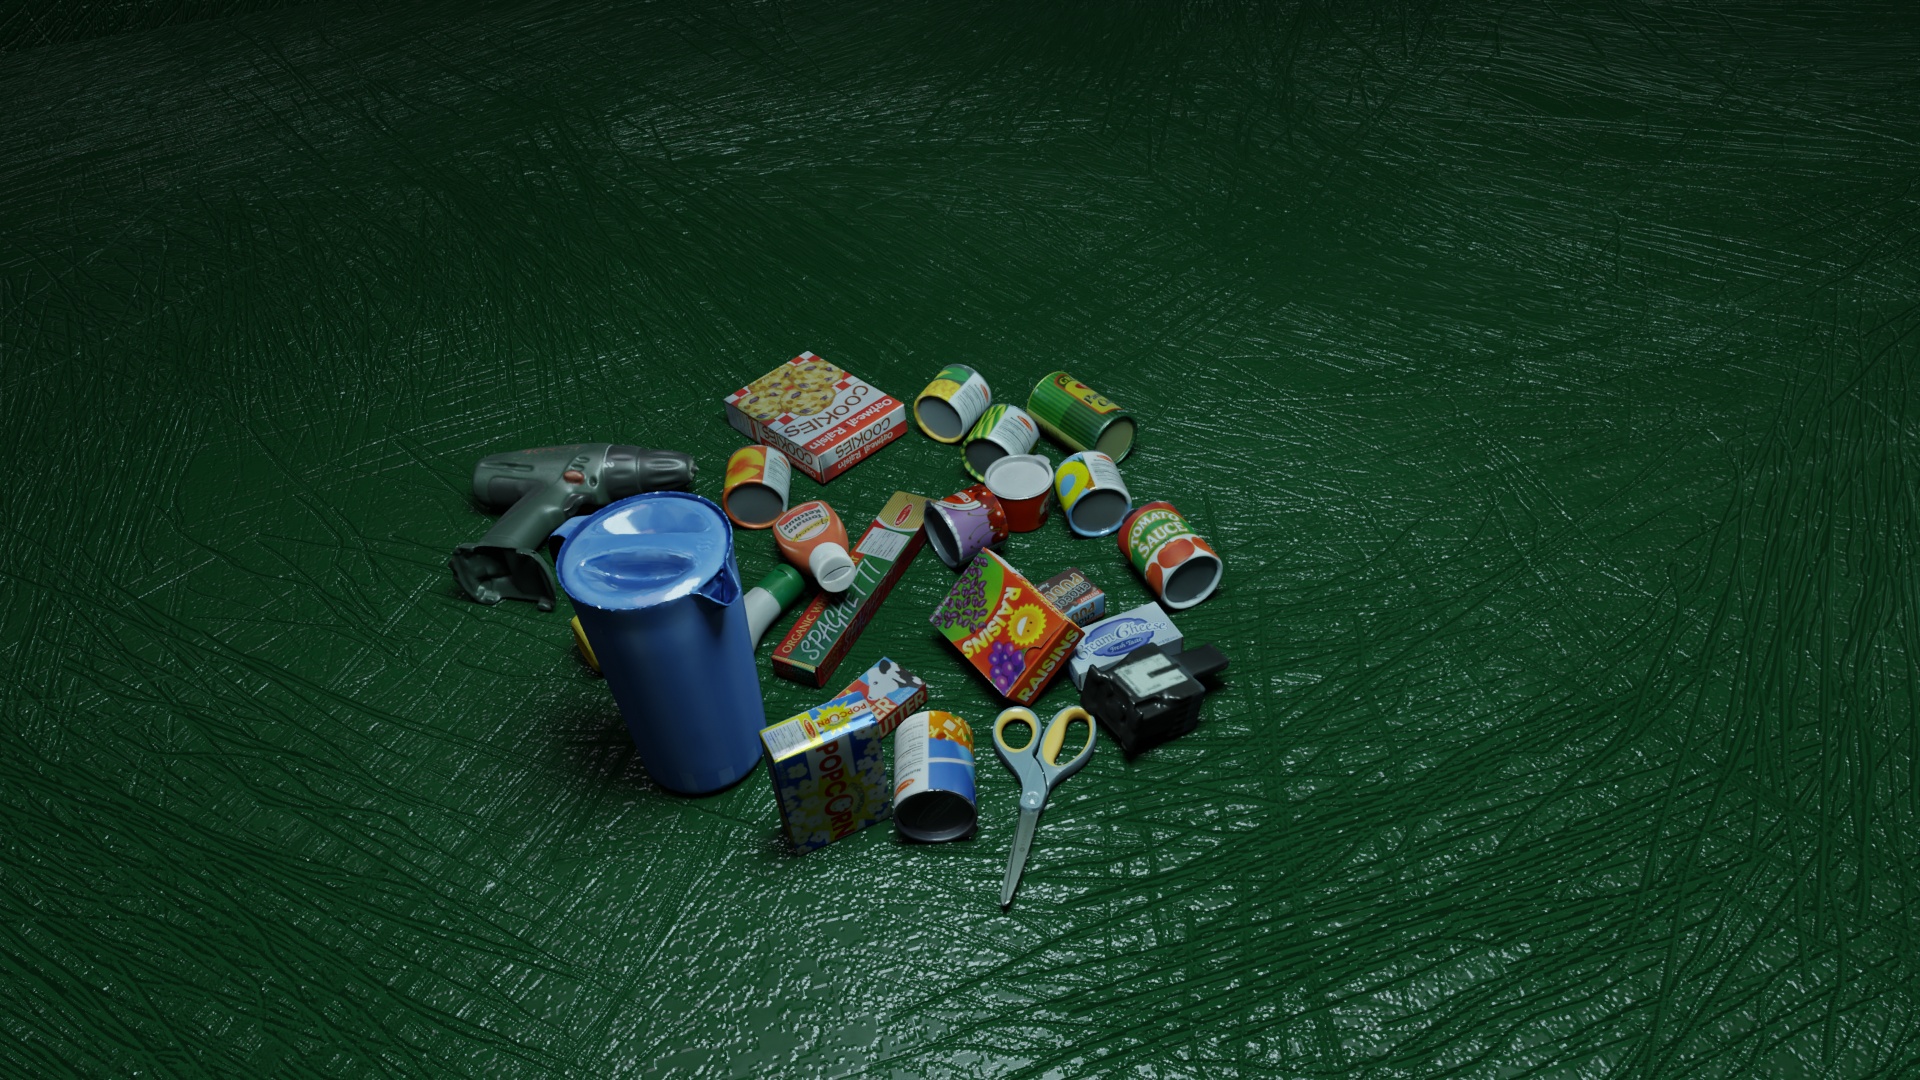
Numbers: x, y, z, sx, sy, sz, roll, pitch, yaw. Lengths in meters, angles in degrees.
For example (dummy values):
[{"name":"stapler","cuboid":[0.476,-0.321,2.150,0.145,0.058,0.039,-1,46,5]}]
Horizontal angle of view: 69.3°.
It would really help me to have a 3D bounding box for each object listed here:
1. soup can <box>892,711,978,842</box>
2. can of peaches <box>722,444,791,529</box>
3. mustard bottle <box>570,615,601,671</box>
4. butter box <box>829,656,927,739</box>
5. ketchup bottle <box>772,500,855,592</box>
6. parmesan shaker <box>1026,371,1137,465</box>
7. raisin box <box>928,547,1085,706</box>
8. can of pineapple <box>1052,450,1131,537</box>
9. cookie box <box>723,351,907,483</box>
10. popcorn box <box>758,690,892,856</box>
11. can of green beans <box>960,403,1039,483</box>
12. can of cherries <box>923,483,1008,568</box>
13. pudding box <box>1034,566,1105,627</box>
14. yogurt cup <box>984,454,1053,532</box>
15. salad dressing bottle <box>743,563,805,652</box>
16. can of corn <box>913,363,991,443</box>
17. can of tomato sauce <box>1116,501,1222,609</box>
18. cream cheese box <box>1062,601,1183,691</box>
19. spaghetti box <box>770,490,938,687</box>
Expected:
[{"name":"soup can","cuboid":[-0.019,0.190,1.115,0.071,0.071,0.084,-4,41,2]},{"name":"can of peaches","cuboid":[-0.209,-0.053,1.413,0.071,0.071,0.058,-5,42,1]},{"name":"mustard bottle","cuboid":[-0.280,0.063,1.299,0.161,0.048,0.065,-29,48,-24]},{"name":"butter box","cuboid":[-0.082,0.148,1.199,0.053,0.024,0.104,28,51,33]},{"name":"ketchup bottle","cuboid":[-0.134,0.007,1.316,0.065,0.043,0.149,-28,25,-8]},{"name":"parmesan shaker","cuboid":[0.129,-0.125,1.458,0.071,0.071,0.103,-30,47,-25]},{"name":"raisin box","cuboid":[0.040,0.075,1.226,0.086,0.040,0.124,-52,50,5]},{"name":"can of pineapple","cuboid":[0.129,-0.044,1.365,0.071,0.070,0.058,-11,41,-6]},{"name":"cookie box","cuboid":[-0.158,-0.137,1.521,0.123,0.040,0.168,-35,48,-29]},{"name":"popcorn box","cuboid":[-0.103,0.183,1.086,0.085,0.126,0.038,-21,46,-17]},{"name":"can of green beans","cuboid":[0.041,-0.098,1.434,0.071,0.071,0.058,14,46,21]},{"name":"can of cherries","cuboid":[0.005,-0.017,1.342,0.058,0.071,0.072,-25,45,-21]},{"name":"pudding box","cuboid":[0.086,0.063,1.272,0.084,0.030,0.050,-25,46,-21]},{"name":"yogurt cup","cuboid":[0.059,-0.045,1.380,0.072,0.053,0.073,-3,41,3]},{"name":"salad dressing bottle","cuboid":[-0.203,0.078,1.278,0.064,0.043,0.148,21,47,29]},{"name":"can of corn","cuboid":[-0.011,-0.147,1.497,0.071,0.070,0.058,17,46,24]},{"name":"can of tomato sauce","cuboid":[0.193,0.012,1.288,0.071,0.070,0.083,-19,43,-15]},{"name":"cream cheese box","cuboid":[0.140,0.094,1.236,0.104,0.024,0.053,-19,41,-15]},{"name":"spaghetti box","cuboid":[-0.095,0.041,1.318,0.050,0.028,0.251,14,45,21]}]
